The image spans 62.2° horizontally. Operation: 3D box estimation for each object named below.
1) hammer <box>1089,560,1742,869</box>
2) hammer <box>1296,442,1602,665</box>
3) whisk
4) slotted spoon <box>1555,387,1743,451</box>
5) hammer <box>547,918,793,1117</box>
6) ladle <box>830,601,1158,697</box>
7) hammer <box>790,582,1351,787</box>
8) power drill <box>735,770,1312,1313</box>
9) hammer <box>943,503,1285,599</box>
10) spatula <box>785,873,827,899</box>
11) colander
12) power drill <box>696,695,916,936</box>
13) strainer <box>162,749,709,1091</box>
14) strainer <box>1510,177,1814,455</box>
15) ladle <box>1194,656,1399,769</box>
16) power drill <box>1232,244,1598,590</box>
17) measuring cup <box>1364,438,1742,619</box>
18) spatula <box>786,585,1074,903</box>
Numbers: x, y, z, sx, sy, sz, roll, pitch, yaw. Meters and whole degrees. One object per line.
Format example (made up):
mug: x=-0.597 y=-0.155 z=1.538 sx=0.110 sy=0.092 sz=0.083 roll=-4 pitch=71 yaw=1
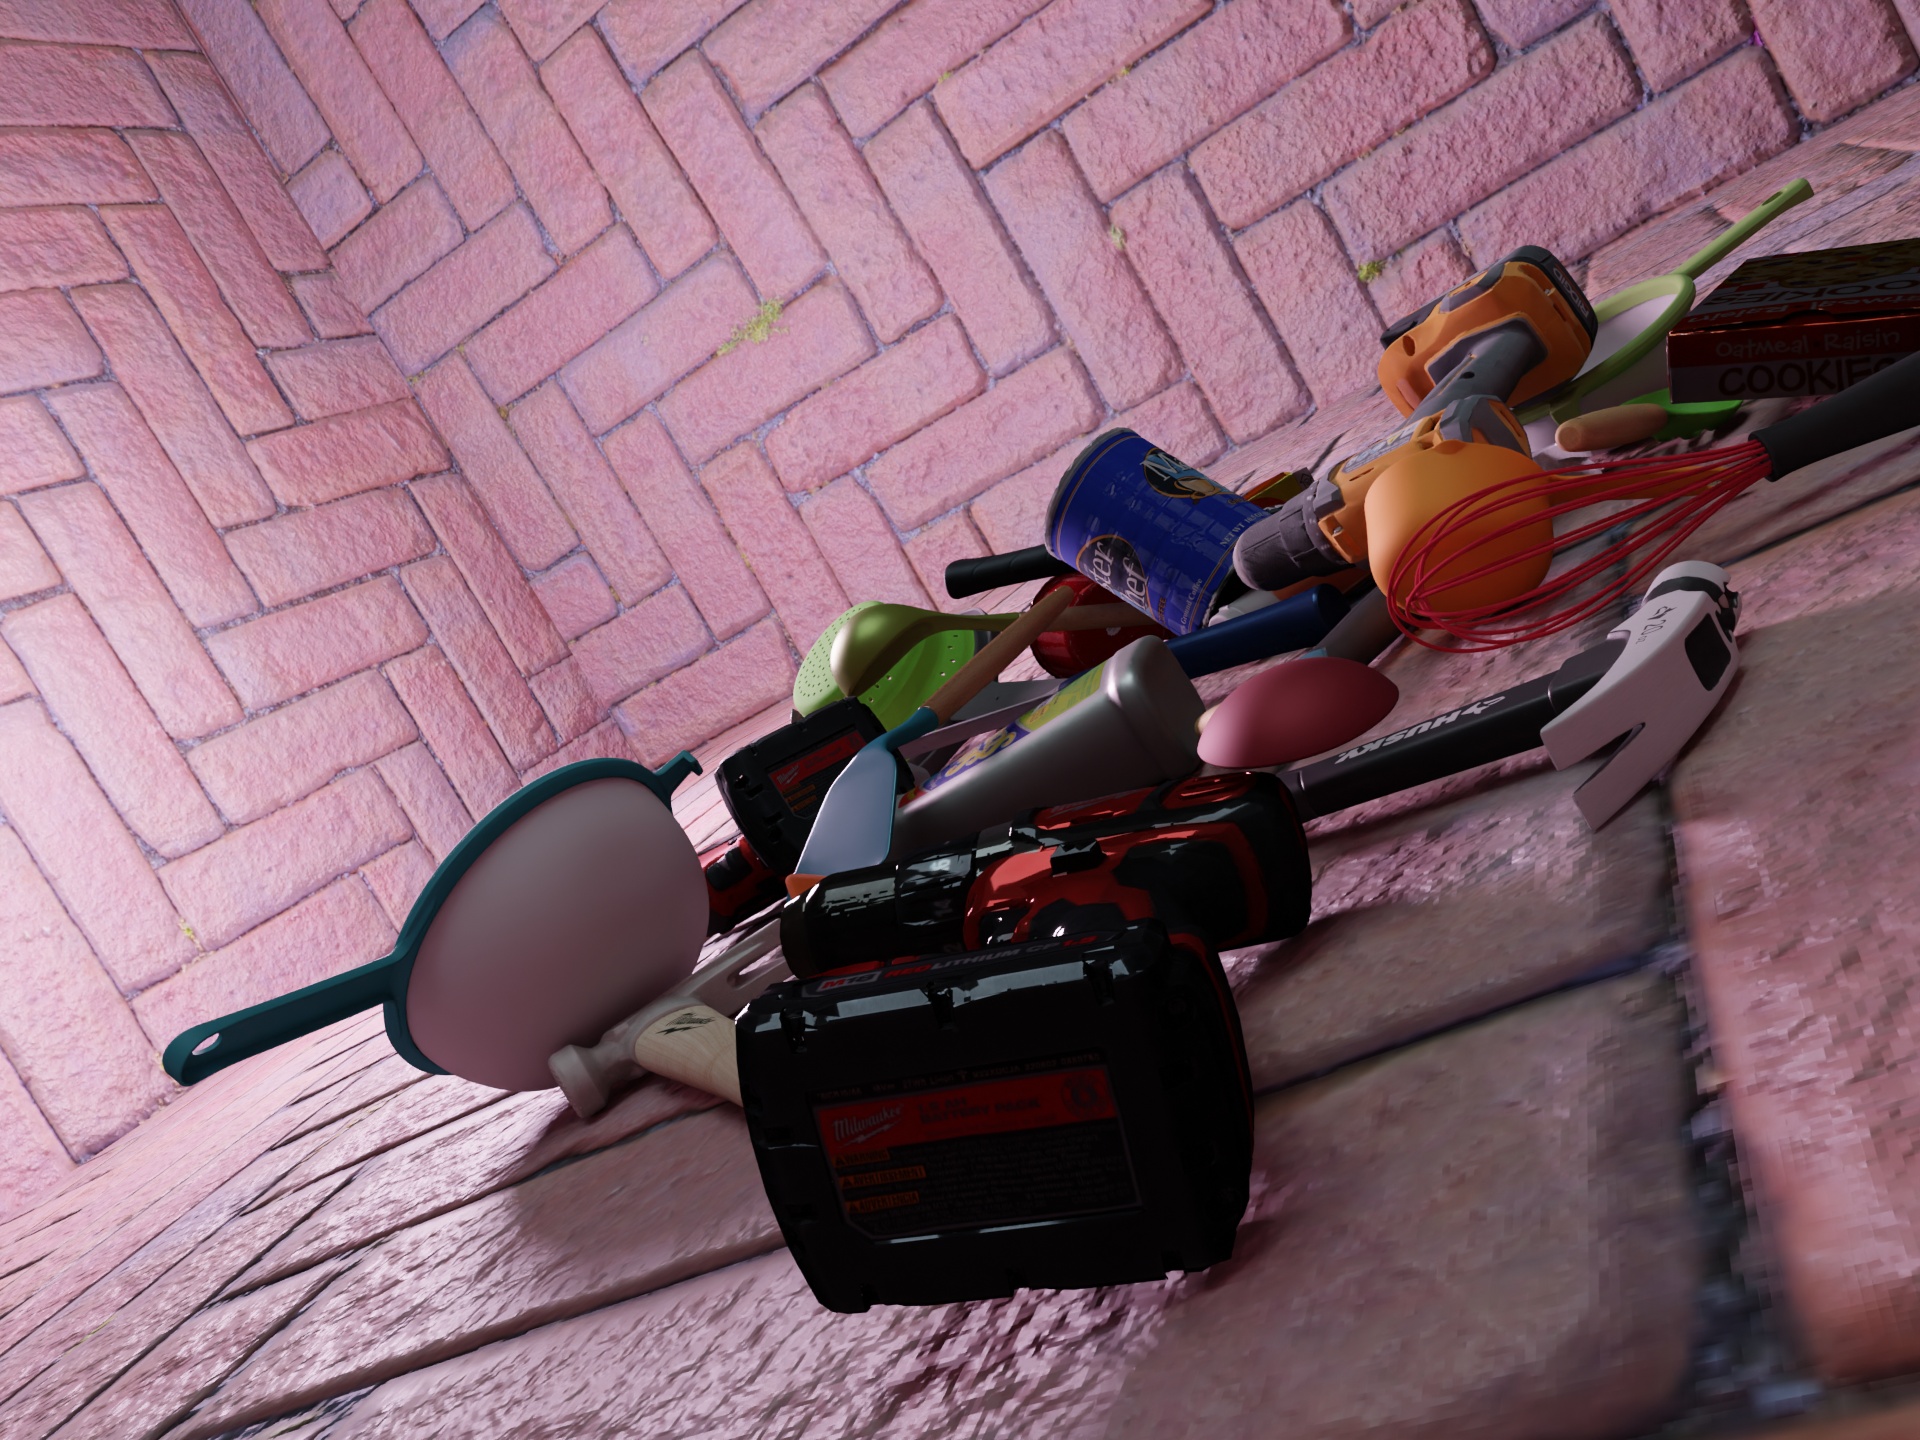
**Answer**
hammer: x=0.124 y=0.034 z=0.616 sx=0.335 sy=0.035 sz=0.146 roll=-25 pitch=8 yaw=39
hammer: x=0.261 y=-0.083 z=0.888 sx=0.128 sy=0.033 sz=0.331 roll=-24 pitch=9 yaw=48
whisk: x=0.325 y=-0.105 z=0.683 sx=0.296 sy=0.073 sz=0.073 roll=-24 pitch=8 yaw=10
slotted spoon: x=0.346 y=-0.153 z=0.814 sx=0.070 sy=0.031 sz=0.313 roll=-1 pitch=11 yaw=34
hammer: x=-0.083 y=0.145 z=0.688 sx=0.146 sy=0.038 sz=0.411 roll=-31 pitch=7 yaw=-21
ladle: x=0.068 y=-0.059 z=1.111 sx=0.320 sy=0.062 sz=0.078 roll=-5 pitch=-16 yaw=-10
hammer: x=0.059 y=-0.014 z=1.028 sx=0.405 sy=0.035 sz=0.144 roll=-18 pitch=-29 yaw=38
power drill: x=0.008 y=0.078 z=0.477 sx=0.188 sy=0.080 sz=0.227 roll=-12 pitch=9 yaw=16
hammer: x=0.185 y=-0.142 z=1.170 sx=0.409 sy=0.036 sz=0.149 roll=-11 pitch=15 yaw=15
spatula: x=-0.011 y=0.107 z=0.609 sx=0.081 sy=0.041 sz=0.323 roll=12 pitch=1 yaw=-14
colander: x=-0.024 y=-0.031 z=1.225 sx=0.397 sy=0.094 sz=0.204 roll=-1 pitch=55 yaw=57
power drill: x=-0.130 y=0.079 z=1.044 sx=0.143 sy=0.078 sz=0.219 roll=-28 pitch=-10 yaw=-35
strainer: x=-0.243 y=0.144 z=0.848 sx=0.340 sy=0.095 sz=0.211 roll=-18 pitch=-45 yaw=-58
strainer: x=0.451 y=-0.244 z=1.015 sx=0.256 sy=0.069 sz=0.151 roll=-37 pitch=11 yaw=-1
ladle: x=0.118 y=-0.001 z=0.655 sx=0.069 sy=0.031 sz=0.315 roll=-21 pitch=-3 yaw=2
power drill: x=0.264 y=-0.167 z=0.935 sx=0.185 sy=0.084 sz=0.226 roll=-26 pitch=21 yaw=49
measuring cup: x=0.282 y=-0.089 z=0.759 sx=0.173 sy=0.095 sz=0.052 roll=-3 pitch=59 yaw=20
spatula: x=-0.001 y=-0.003 z=0.921 sx=0.082 sy=0.044 sz=0.317 roll=-28 pitch=10 yaw=41
